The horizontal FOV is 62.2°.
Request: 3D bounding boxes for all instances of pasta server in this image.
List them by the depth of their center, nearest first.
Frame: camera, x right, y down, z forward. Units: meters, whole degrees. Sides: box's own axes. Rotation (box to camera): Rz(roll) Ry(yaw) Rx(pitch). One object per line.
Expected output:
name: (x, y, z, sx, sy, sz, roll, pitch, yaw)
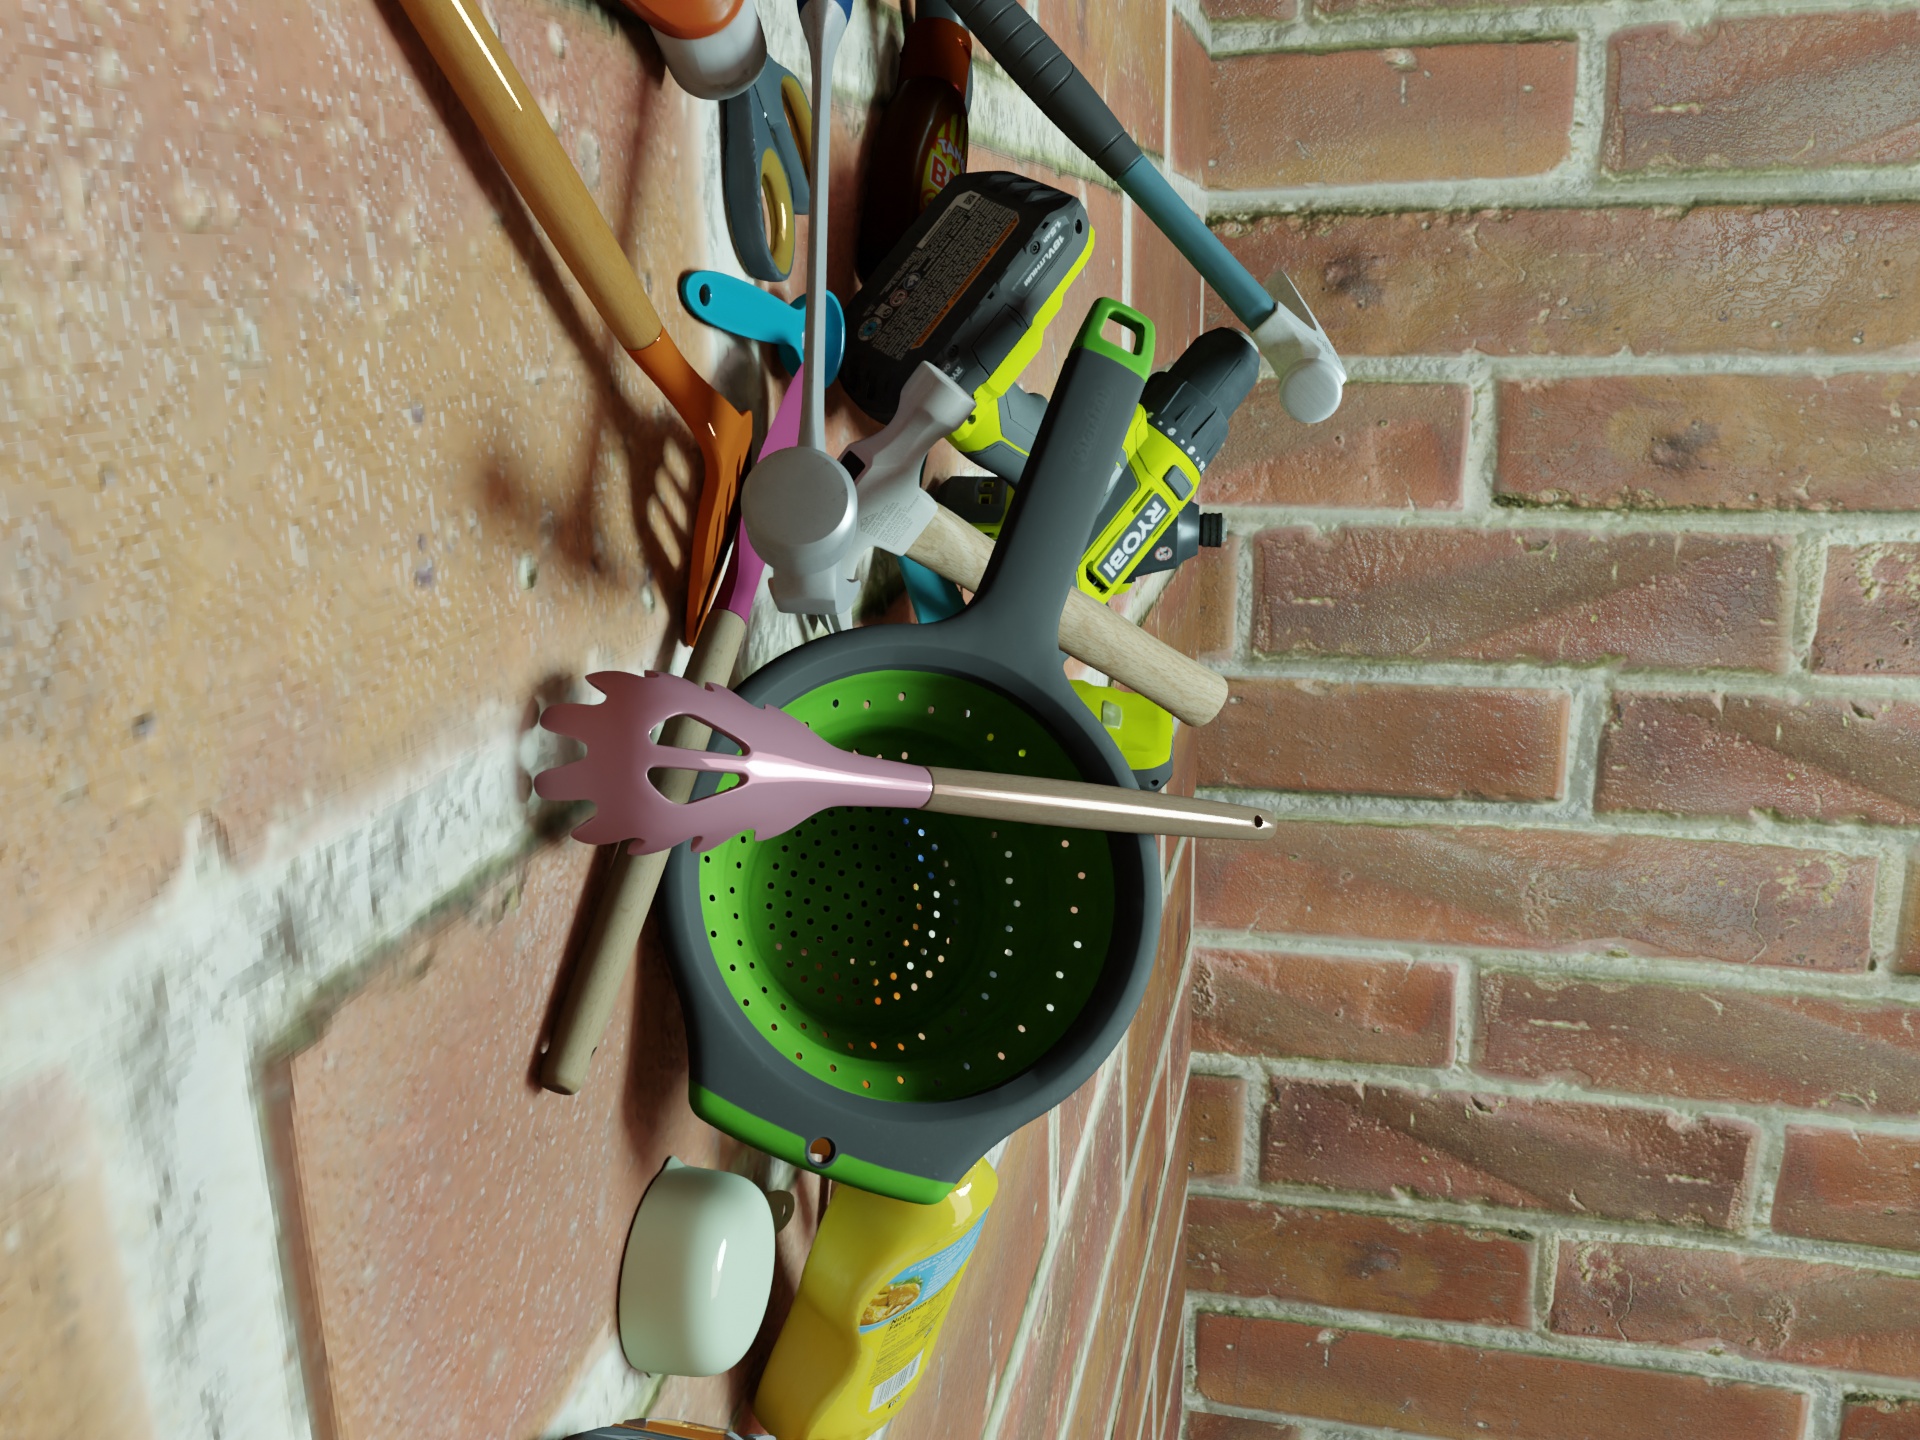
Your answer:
pasta server: (0.002, 0.027, 0.579, 0.316, 0.040, 0.060, 8, 83, -38)

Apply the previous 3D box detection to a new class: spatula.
spatula: (-0.118, -0.136, 0.492, 0.322, 0.041, 0.081, 63, 36, -56)
spatula: (-0.009, -0.190, 0.881, 0.082, 0.044, 0.317, 20, 71, -60)

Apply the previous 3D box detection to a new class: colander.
colander: (-0.001, -0.002, 0.680, 0.397, 0.204, 0.094, -69, -168, -20)

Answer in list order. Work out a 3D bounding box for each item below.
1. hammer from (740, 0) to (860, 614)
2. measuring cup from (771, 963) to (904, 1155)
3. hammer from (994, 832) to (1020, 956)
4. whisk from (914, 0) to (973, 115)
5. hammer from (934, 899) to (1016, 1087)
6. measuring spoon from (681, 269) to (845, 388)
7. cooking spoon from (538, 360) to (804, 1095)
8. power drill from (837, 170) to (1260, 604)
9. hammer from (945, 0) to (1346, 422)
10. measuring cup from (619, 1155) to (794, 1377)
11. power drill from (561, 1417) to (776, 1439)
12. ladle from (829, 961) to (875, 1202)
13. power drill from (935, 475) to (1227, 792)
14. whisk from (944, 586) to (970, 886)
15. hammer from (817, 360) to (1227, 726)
hammer: (-0.050, -0.233, 0.560, 0.144, 0.035, 0.406, 108, -17, -79)
measuring cup: (-0.056, 0.189, 0.747, 0.095, 0.052, 0.173, -68, 158, -55)
hammer: (0.056, 0.015, 1.212, 0.146, 0.038, 0.411, 77, 21, -53)
whisk: (-0.013, -0.438, 0.793, 0.073, 0.073, 0.295, -74, 166, -44)
hammer: (-0.001, 0.177, 0.858, 0.334, 0.035, 0.146, 96, 6, -58)
measuring spoon: (-0.084, -0.164, 0.648, 0.128, 0.021, 0.042, -5, 103, -67)
cooking spoon: (-0.093, -0.016, 0.585, 0.068, 0.017, 0.319, 112, -6, -60)
power drill: (0.056, -0.170, 0.816, 0.190, 0.080, 0.228, -51, 139, -1)
hammer: (0.075, -0.286, 0.791, 0.331, 0.033, 0.128, 46, 24, -8)
measuring cup: (-0.085, 0.215, 0.649, 0.167, 0.038, 0.083, 22, 71, -73)
power drill: (-0.036, 0.306, 0.575, 0.226, 0.185, 0.084, 56, 40, -63)
ladle: (-0.040, 0.189, 0.805, 0.078, 0.062, 0.320, 24, 72, -79)
power drill: (0.077, -0.052, 1.002, 0.080, 0.171, 0.223, -81, 170, -48)
whisk: (0.002, 0.004, 0.965, 0.059, 0.058, 0.246, -25, 128, -35)
hammer: (0.044, -0.056, 0.815, 0.130, 0.031, 0.331, -50, 140, 12)
